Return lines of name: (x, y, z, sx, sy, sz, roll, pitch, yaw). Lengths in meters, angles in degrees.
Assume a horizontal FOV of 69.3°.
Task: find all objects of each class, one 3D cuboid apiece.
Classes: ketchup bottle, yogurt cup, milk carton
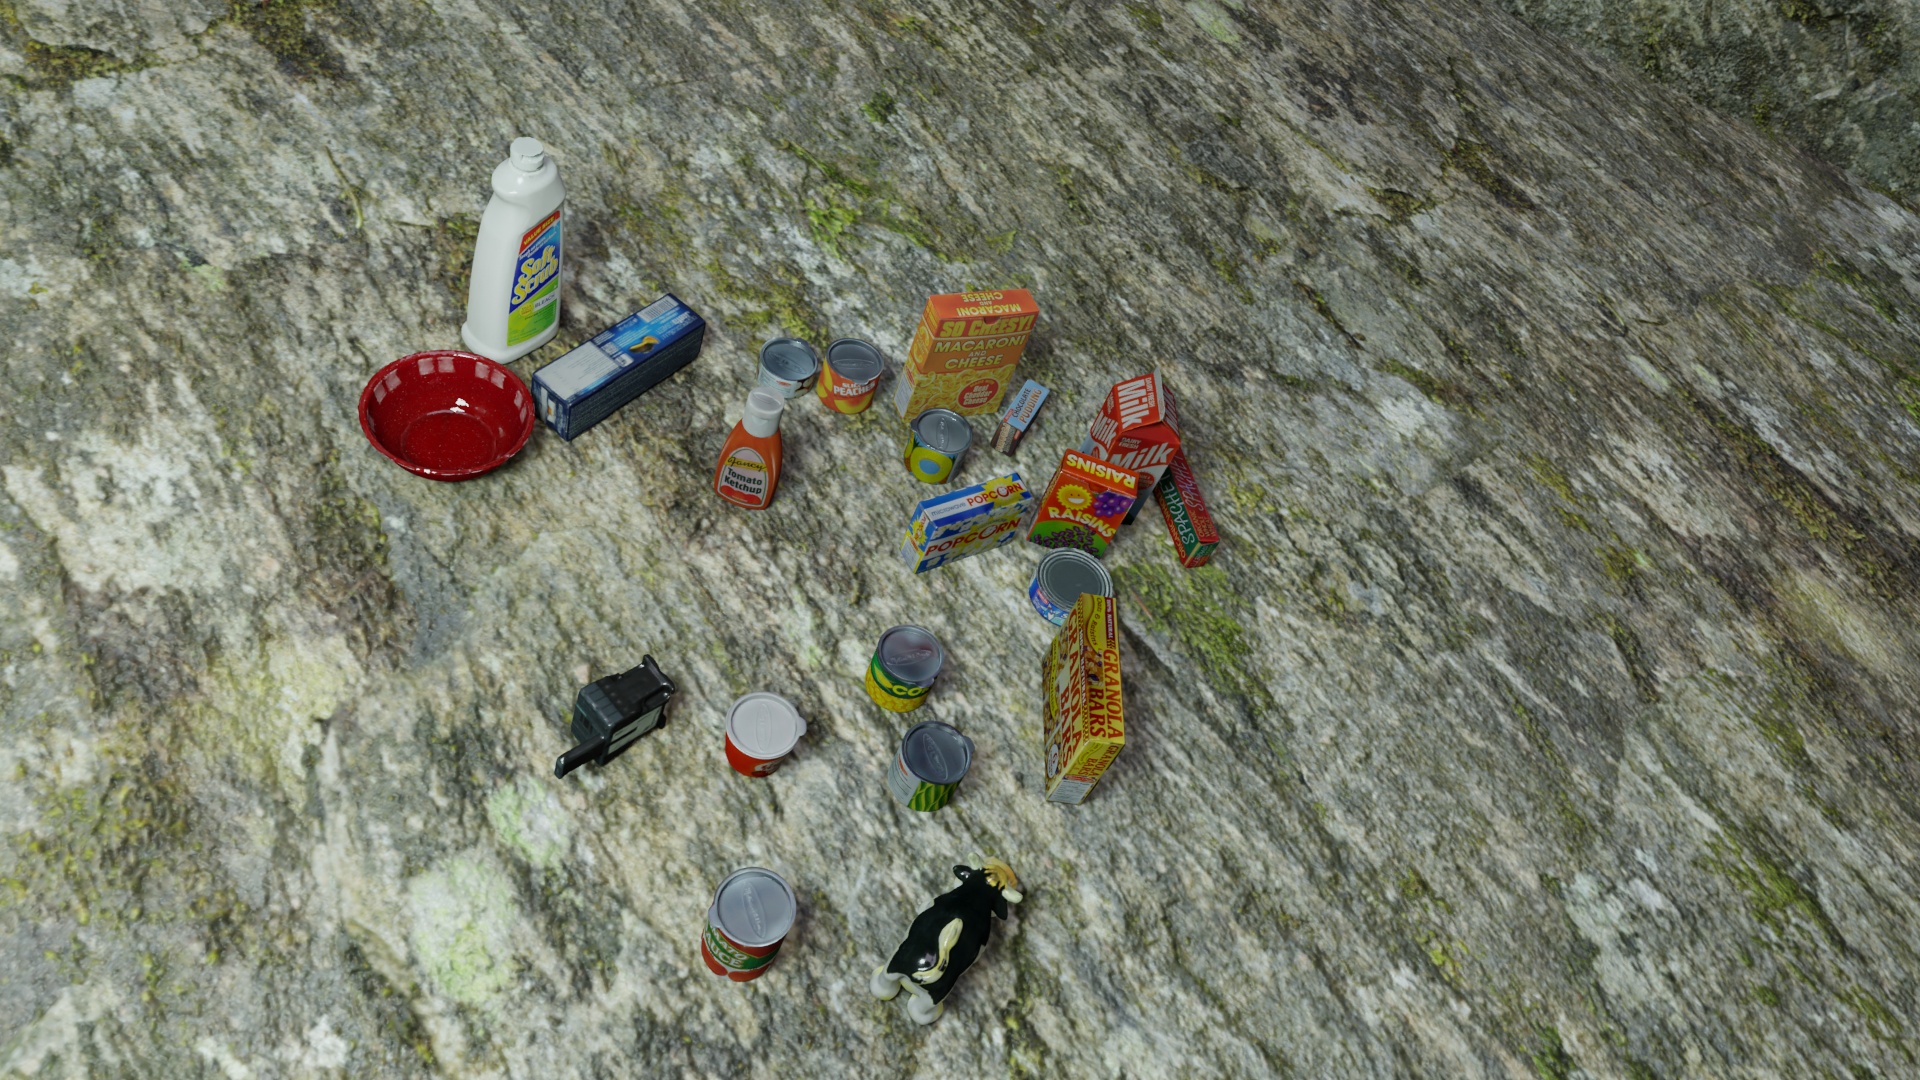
ketchup bottle: (-0.208, -0.094, 1.400, 0.065, 0.148, 0.044, 20, 49, -4)
yogurt cup: (-0.182, 0.178, 1.256, 0.072, 0.053, 0.073, 10, 51, -12)
milk carton: (0.185, -0.104, 1.522, 0.073, 0.189, 0.073, 9, 51, -13)

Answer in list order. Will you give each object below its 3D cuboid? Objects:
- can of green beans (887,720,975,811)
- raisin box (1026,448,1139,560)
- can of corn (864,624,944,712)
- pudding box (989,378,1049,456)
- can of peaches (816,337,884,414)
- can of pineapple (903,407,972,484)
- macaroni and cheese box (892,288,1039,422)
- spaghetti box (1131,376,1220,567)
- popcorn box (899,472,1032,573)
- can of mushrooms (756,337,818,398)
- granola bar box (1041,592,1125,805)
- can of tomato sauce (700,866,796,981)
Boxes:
can of green beans: (-0.029, 0.209, 1.284, 0.071, 0.057, 0.071, 10, 51, -12)
raisin box: (0.130, -0.035, 1.492, 0.086, 0.122, 0.040, 20, 49, -4)
can of corn: (-0.054, 0.126, 1.340, 0.071, 0.058, 0.071, 10, 51, -12)
pudding box: (0.068, -0.142, 1.602, 0.030, 0.049, 0.084, 30, 49, 4)
can of peaches: (-0.124, -0.182, 1.560, 0.071, 0.057, 0.071, 10, 51, -12)
can of pineapple: (-0.027, -0.104, 1.533, 0.071, 0.057, 0.071, 10, 51, -12)
macaroni and cheese box: (0.005, -0.205, 1.553, 0.124, 0.165, 0.040, -9, 57, -26)
spaghetti box: (0.240, -0.082, 1.616, 0.029, 0.050, 0.251, -2, 54, -21)
popcorn box: (0.005, -0.018, 1.458, 0.127, 0.084, 0.038, -18, 61, -30)
can of mushrooms: (-0.194, -0.195, 1.561, 0.071, 0.033, 0.071, 10, 51, -12)
granola bar box: (0.117, 0.153, 1.337, 0.039, 0.123, 0.166, 11, 50, -12)
can of tomato sauce: (-0.176, 0.315, 1.131, 0.071, 0.082, 0.071, 10, 51, -12)
